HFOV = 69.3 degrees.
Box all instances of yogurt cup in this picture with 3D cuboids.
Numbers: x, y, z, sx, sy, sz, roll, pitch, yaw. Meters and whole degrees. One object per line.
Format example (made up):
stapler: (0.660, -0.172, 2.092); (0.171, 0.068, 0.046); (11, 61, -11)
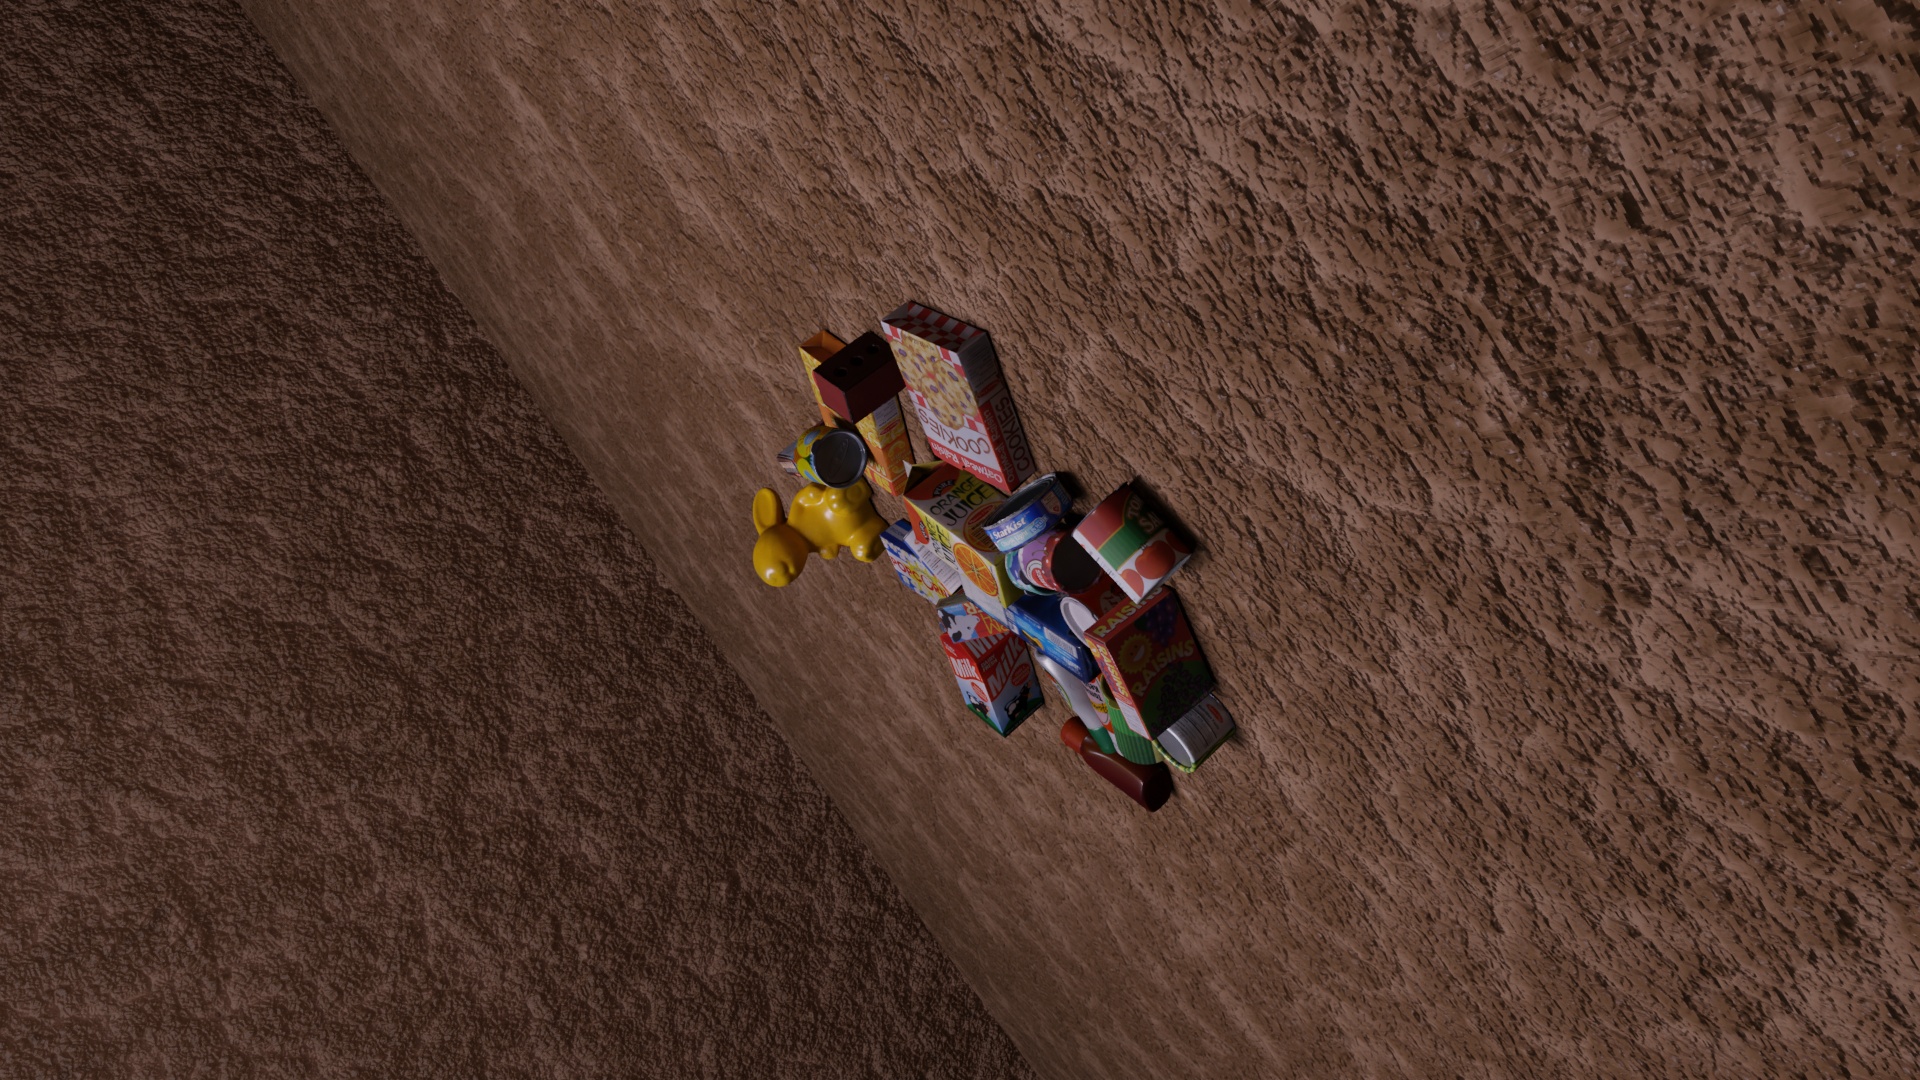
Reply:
yogurt cup: (0.139, 0.068, 1.348); (0.072, 0.054, 0.072); (44, 159, 22)

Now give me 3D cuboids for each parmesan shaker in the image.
parmesan shaker: (0.182, 0.175, 1.414); (0.071, 0.071, 0.102); (34, 154, 40)

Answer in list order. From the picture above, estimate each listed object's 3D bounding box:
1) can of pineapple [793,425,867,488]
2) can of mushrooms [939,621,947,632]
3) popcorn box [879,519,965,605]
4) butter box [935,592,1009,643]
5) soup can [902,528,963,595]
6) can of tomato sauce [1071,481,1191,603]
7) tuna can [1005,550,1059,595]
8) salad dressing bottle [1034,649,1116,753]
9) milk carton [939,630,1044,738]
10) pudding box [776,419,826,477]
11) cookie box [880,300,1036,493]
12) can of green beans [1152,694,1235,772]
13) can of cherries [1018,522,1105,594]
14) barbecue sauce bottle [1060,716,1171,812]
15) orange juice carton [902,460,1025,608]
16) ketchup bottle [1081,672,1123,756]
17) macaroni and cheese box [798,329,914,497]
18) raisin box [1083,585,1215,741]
can of pineapple: (-0.147, -0.095, 1.550); (0.058, 0.071, 0.070); (16, 140, 58)
can of mushrooms: (0.008, 0.116, 1.753); (0.071, 0.033, 0.070); (43, 159, 21)
popcorn box: (-0.038, 0.034, 1.702); (0.127, 0.038, 0.085); (30, 150, 46)
butter box: (0.029, 0.081, 1.571); (0.103, 0.024, 0.053); (-15, 119, 23)
soup can: (-0.013, 0.010, 1.569); (0.084, 0.071, 0.071); (49, 160, 5)
can of tomato sauce: (0.149, 0.002, 1.196); (0.083, 0.071, 0.071); (47, 160, 10)
tuna can: (0.080, 0.023, 1.376); (0.033, 0.071, 0.071); (15, 139, 58)
salad dressing bottle: (0.137, 0.171, 1.542); (0.147, 0.044, 0.064); (56, -178, -19)
milk carton: (0.035, 0.145, 1.685); (0.073, 0.072, 0.189); (34, 154, 41)
pudding box: (-0.177, -0.114, 1.685); (0.030, 0.084, 0.049); (57, 159, -23)
cookie box: (-0.002, -0.135, 1.324); (0.123, 0.040, 0.166); (30, 151, 46)
can of green beans: (0.224, 0.184, 1.356); (0.071, 0.058, 0.071); (44, 159, 22)
can of cherries: (0.097, 0.018, 1.329); (0.058, 0.072, 0.071); (13, 137, 60)
barbecue sauce bottle: (0.176, 0.253, 1.606); (0.149, 0.044, 0.064); (32, 152, 45)
orange juice carton: (0.005, -0.018, 1.464); (0.193, 0.073, 0.071); (37, 156, 37)
ketchup bottle: (0.163, 0.169, 1.488); (0.065, 0.043, 0.148); (34, 155, 53)
macaroni and cheese box: (-0.113, -0.141, 1.561); (0.124, 0.040, 0.165); (39, 157, 34)
raisin box: (0.177, 0.111, 1.292); (0.040, 0.086, 0.123); (27, 150, 58)
